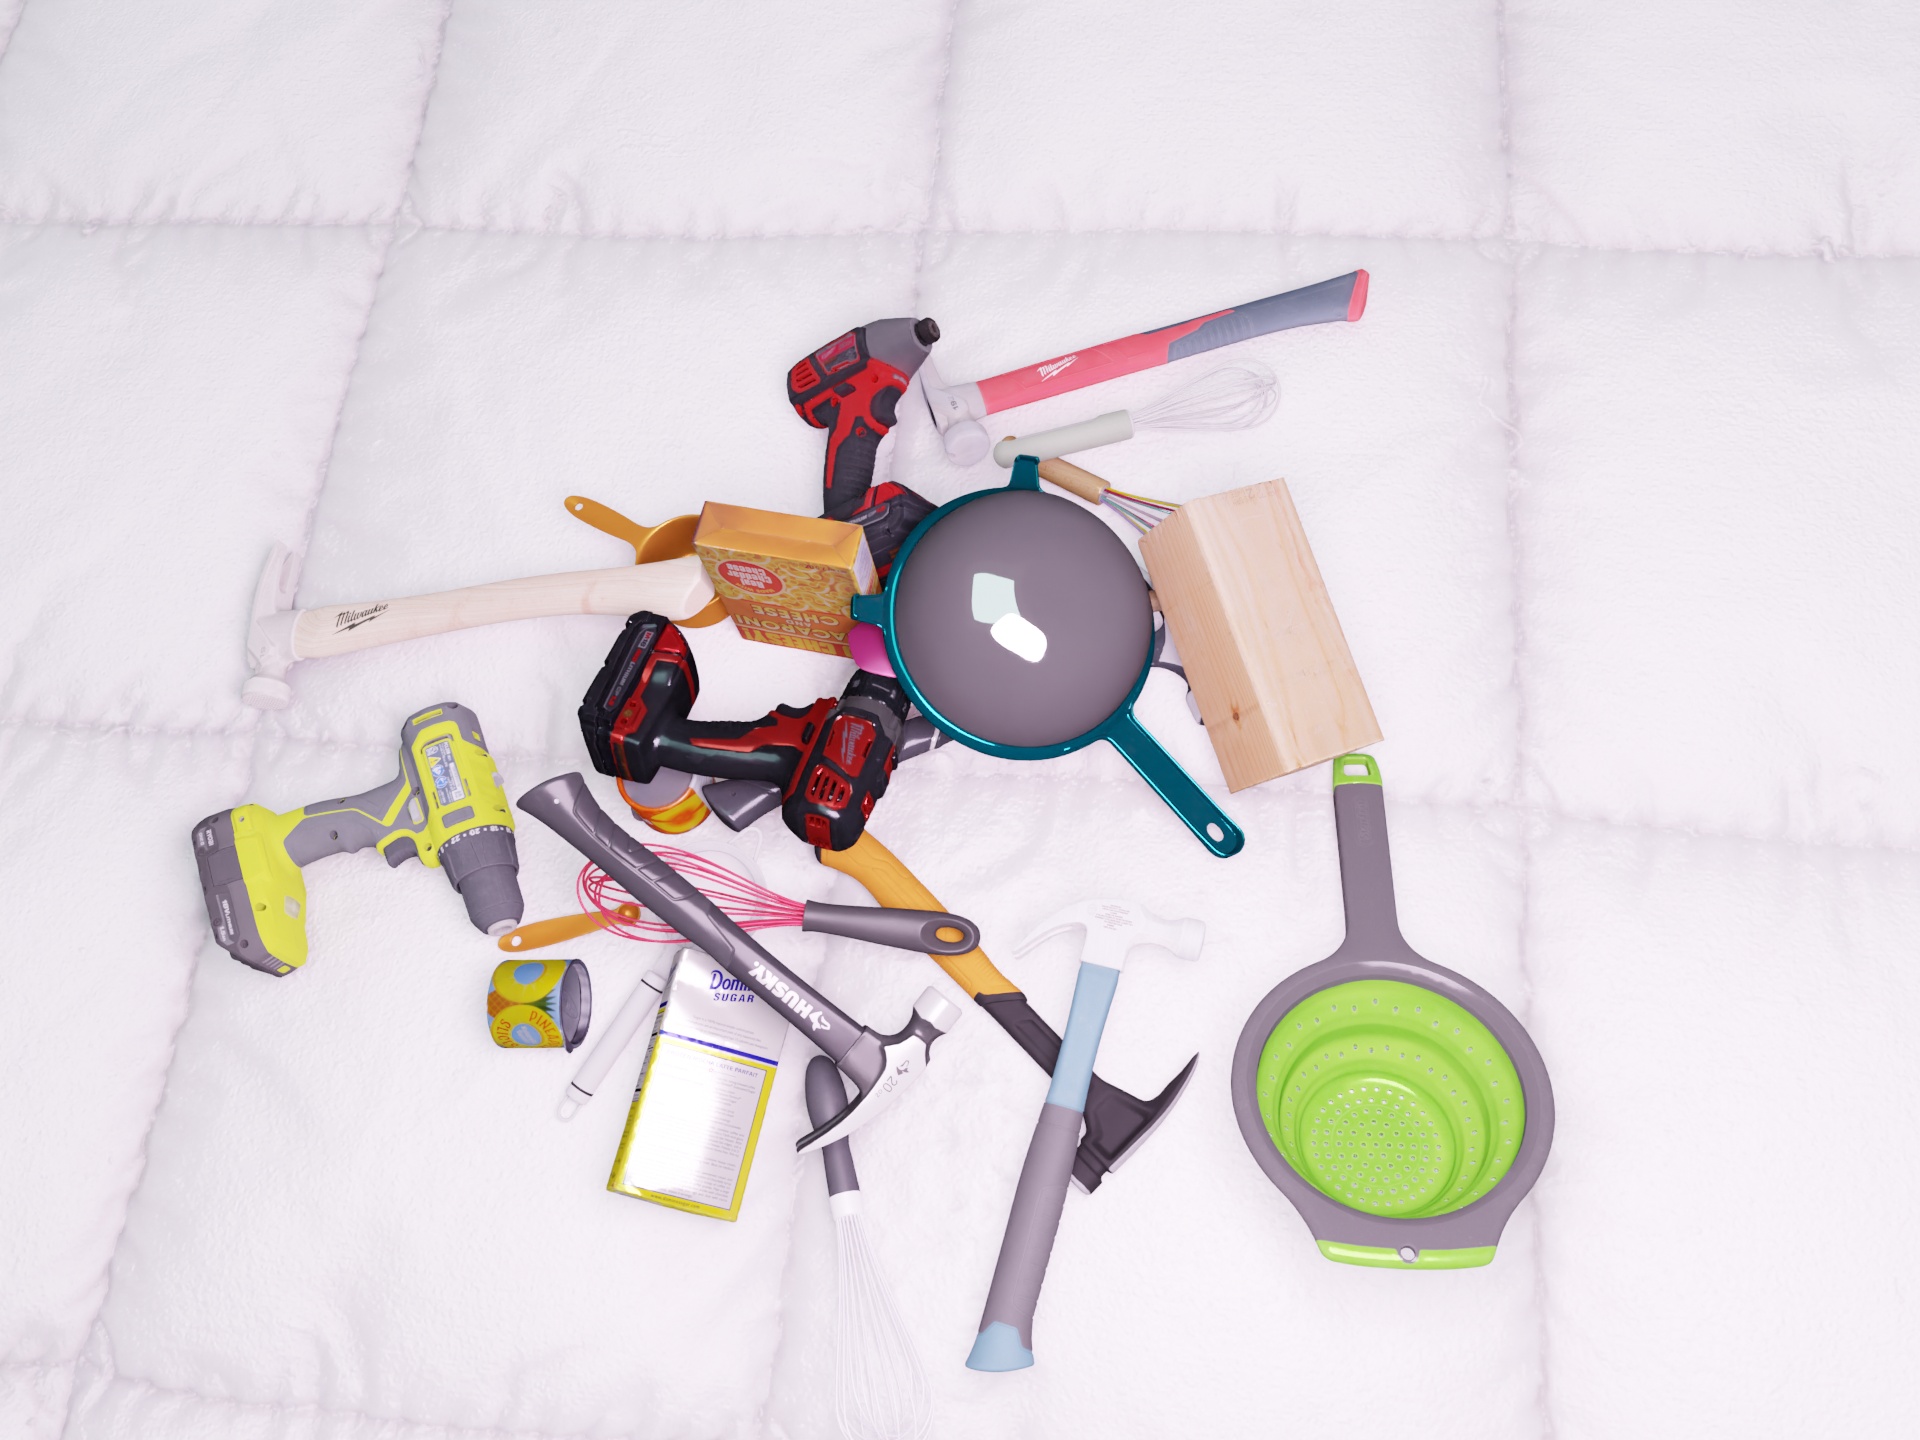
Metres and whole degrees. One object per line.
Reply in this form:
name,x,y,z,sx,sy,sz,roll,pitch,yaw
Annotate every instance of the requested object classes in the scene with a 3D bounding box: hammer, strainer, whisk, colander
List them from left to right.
hammer,-0.396,-0.101,1.299,0.410,0.038,0.146,-6,67,14
strainer,-0.227,0.189,1.197,0.087,0.050,0.258,34,81,-5
hammer,-0.170,0.155,1.103,0.334,0.035,0.146,40,82,-4
whisk,-0.132,0.138,1.152,0.296,0.073,0.073,8,70,-1
whisk,-0.073,0.370,1.104,0.070,0.070,0.285,-15,63,1
hammer,-0.002,-0.004,1.233,0.409,0.036,0.149,-19,66,-6
hammer,0.019,0.182,1.173,0.127,0.034,0.337,-44,70,-10
hammer,0.069,0.280,1.095,0.128,0.033,0.331,13,73,12
strainer,0.097,-0.035,1.148,0.211,0.095,0.340,-42,88,-18
whisk,0.137,-0.179,1.296,0.245,0.047,0.051,29,58,20
whisk,0.145,-0.246,1.302,0.246,0.058,0.059,-15,89,-5
hammer,0.156,-0.324,1.347,0.386,0.038,0.143,-17,54,-3
colander,0.289,0.202,1.116,0.204,0.094,0.397,0,51,7

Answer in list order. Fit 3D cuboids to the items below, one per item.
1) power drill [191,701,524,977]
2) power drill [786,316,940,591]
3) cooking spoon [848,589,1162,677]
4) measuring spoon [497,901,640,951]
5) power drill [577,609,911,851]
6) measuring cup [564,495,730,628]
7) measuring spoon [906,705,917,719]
power drill,-0.458,0.109,1.236,0.228,0.080,0.191,-22,68,-5
power drill,-0.069,-0.224,1.297,0.143,0.078,0.220,-21,63,30
cooking spoon,0.072,-0.079,1.216,0.319,0.017,0.069,-10,53,-13
measuring spoon,-0.303,0.162,1.234,0.117,0.011,0.021,-14,67,5
power drill,-0.148,-0.012,1.190,0.227,0.080,0.188,15,57,10
measuring cup,-0.254,-0.138,1.321,0.174,0.052,0.095,28,75,18
measuring spoon,-0.030,-0.059,1.286,0.034,0.018,0.124,9,77,14
